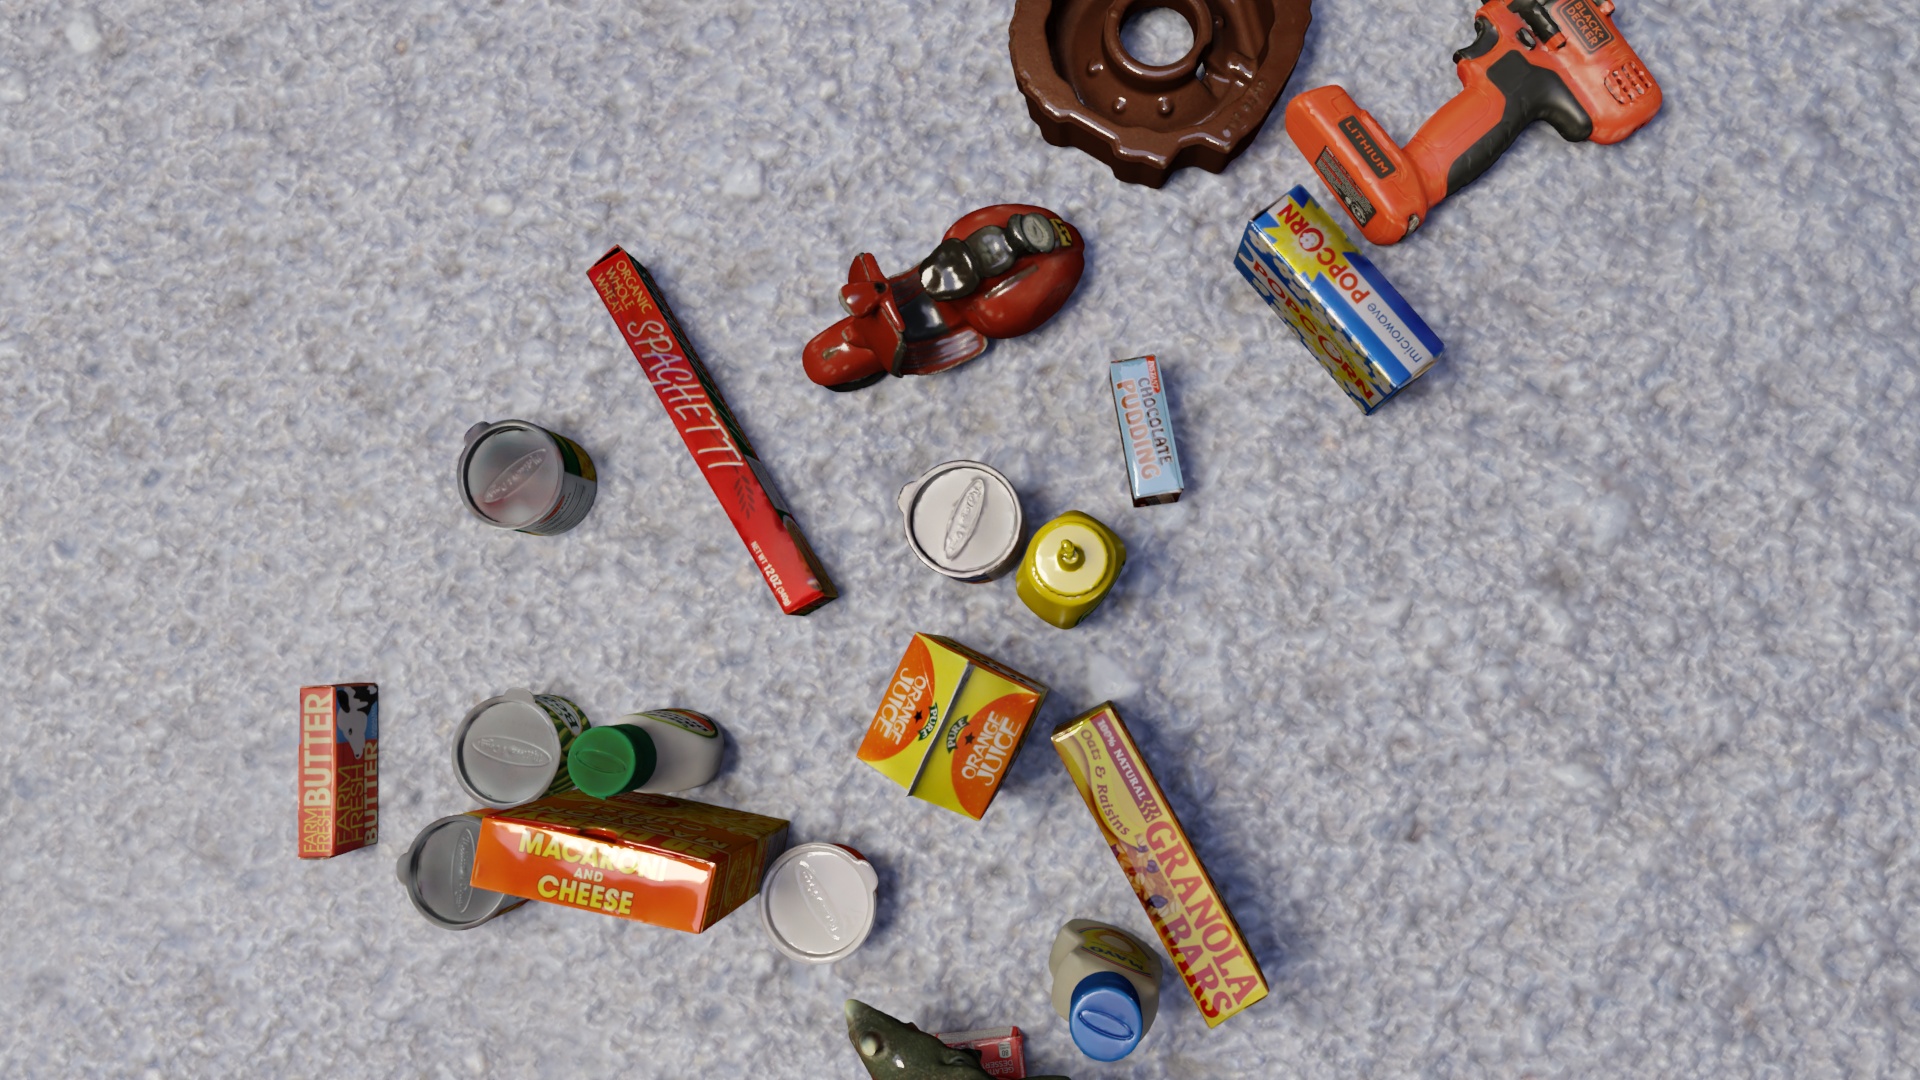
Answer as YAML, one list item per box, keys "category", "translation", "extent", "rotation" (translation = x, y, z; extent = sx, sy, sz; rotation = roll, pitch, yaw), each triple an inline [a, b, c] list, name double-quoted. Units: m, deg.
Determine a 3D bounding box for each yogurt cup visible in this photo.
- category: "yogurt cup"
  translation: [-0.079, 0.208, 0.812]
  extent: [0.072, 0.054, 0.072]
  rotation: [0, 85, 5]

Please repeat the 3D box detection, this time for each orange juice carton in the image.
- category: "orange juice carton"
  translation: [-0.002, 0.097, 0.746]
  extent: [0.073, 0.192, 0.072]
  rotation: [26, 88, 7]

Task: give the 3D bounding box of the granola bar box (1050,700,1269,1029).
- category: "granola bar box"
  translation: [0.107, 0.169, 0.763]
  extent: [0.039, 0.124, 0.165]
  rotation: [-29, 83, 2]

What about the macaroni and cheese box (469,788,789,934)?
- category: "macaroni and cheese box"
  translation: [-0.175, 0.170, 0.768]
  extent: [0.124, 0.166, 0.040]
  rotation: [10, 86, 6]

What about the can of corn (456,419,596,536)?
- category: "can of corn"
  translation: [-0.266, -0.039, 0.851]
  extent: [0.071, 0.058, 0.071]
  rotation: [0, 85, 5]

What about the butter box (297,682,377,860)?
- category: "butter box"
  translation: [-0.379, 0.139, 0.847]
  extent: [0.024, 0.053, 0.103]
  rotation: [-2, 85, 5]

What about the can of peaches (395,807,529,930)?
- category: "can of peaches"
  translation: [-0.290, 0.194, 0.831]
  extent: [0.071, 0.058, 0.071]
  rotation: [0, 85, 5]

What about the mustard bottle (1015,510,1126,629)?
- category: "mustard bottle"
  translation: [0.061, 0.015, 0.764]
  extent: [0.049, 0.160, 0.065]
  rotation: [37, 90, 7]

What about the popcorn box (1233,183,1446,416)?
- category: "popcorn box"
  translation: [0.216, -0.136, 0.802]
  extent: [0.038, 0.085, 0.127]
  rotation: [-39, 83, 1]

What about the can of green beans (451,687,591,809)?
- category: "can of green beans"
  translation: [-0.261, 0.125, 0.835]
  extent: [0.071, 0.058, 0.071]
  rotation: [0, 85, 5]

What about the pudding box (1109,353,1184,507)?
- category: "pudding box"
  translation: [0.110, -0.064, 0.822]
  extent: [0.030, 0.049, 0.084]
  rotation: [-10, 84, 5]

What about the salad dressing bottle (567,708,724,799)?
- category: "salad dressing bottle"
  translation: [-0.176, 0.120, 0.782]
  extent: [0.064, 0.147, 0.044]
  rotation: [16, 87, 7]

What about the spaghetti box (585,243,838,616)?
- category: "spaghetti box"
  translation: [-0.151, -0.066, 0.847]
  extent: [0.029, 0.050, 0.250]
  rotation: [-32, 83, 2]

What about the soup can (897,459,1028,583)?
- category: "soup can"
  translation: [0.003, -0.010, 0.810]
  extent: [0.071, 0.083, 0.071]
  rotation: [0, 85, 5]

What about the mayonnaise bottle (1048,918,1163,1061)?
- category: "mayonnaise bottle"
  translation: [0.078, 0.241, 0.747]
  extent: [0.065, 0.148, 0.041]
  rotation: [21, 87, 7]
